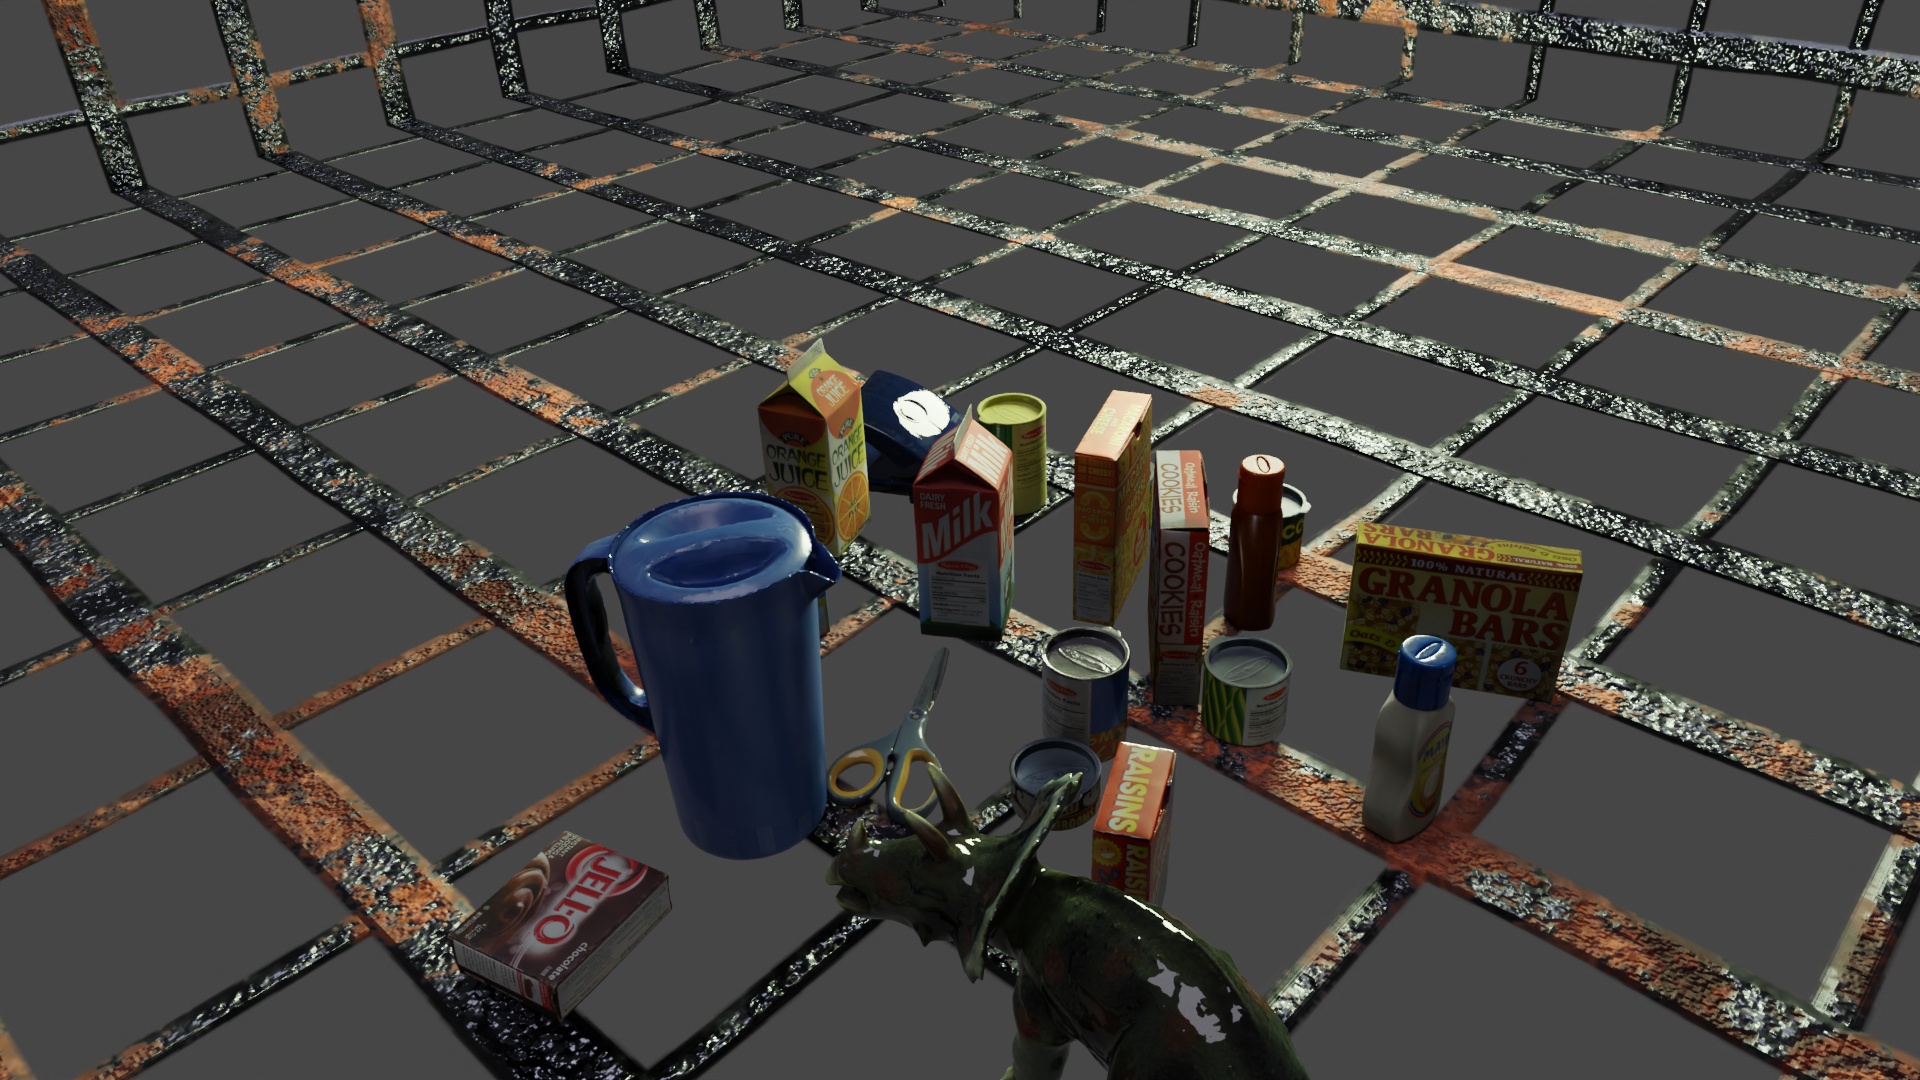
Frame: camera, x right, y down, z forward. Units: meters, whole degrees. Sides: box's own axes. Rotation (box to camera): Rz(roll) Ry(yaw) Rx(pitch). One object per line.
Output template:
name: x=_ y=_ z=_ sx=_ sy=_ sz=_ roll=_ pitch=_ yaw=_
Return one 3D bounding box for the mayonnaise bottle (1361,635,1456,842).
mayonnaise bottle: x=0.310 y=0.135 z=0.951 sx=0.065 sy=0.147 sz=0.041 roll=-26 pitch=39 yaw=-33

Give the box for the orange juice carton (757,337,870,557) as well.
orange juice carton: x=-0.136 y=-0.086 z=1.290 sx=0.073 sy=0.191 sz=0.072 roll=11 pitch=34 yaw=20

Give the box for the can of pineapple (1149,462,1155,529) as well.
can of pineapple: x=0.153 y=-0.040 z=1.324 sx=0.071 sy=0.057 sz=0.071 roll=-2 pitch=32 yaw=1

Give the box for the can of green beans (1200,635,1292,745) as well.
can of green beans: x=0.220 y=0.116 z=1.071 sx=0.071 sy=0.057 sz=0.071 roll=-2 pitch=32 yaw=1

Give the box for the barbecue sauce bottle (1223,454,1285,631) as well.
barbecue sauce bottle: x=0.248 y=0.001 z=1.169 sx=0.044 sy=0.147 sz=0.065 roll=-1 pitch=32 yaw=2

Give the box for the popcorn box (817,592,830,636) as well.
popcorn box: x=-0.168 y=0.026 z=1.212 sx=0.038 sy=0.084 sz=0.127 roll=-25 pitch=39 yaw=-32

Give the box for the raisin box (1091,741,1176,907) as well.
raisin box: x=0.109 y=0.202 z=0.879 sx=0.040 sy=0.122 sz=0.086 roll=8 pitch=33 yaw=16

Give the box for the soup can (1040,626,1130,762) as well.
soup can: x=0.096 y=0.117 z=1.053 sx=0.071 sy=0.083 sz=0.072 roll=-2 pitch=32 yaw=1

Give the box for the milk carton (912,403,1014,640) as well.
milk carton: x=0.004 y=-0.015 z=1.168 sx=0.073 sy=0.189 sz=0.073 roll=4 pitch=32 yaw=10

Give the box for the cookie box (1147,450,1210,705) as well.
cookie box: x=0.174 y=0.029 z=1.111 sx=0.040 sy=0.166 sz=0.123 roll=1 pitch=32 yaw=5

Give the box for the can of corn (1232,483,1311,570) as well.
can of corn: x=0.283 y=-0.012 z=1.272 sx=0.071 sy=0.058 sz=0.071 roll=-2 pitch=32 yaw=1

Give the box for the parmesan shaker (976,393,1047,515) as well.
parmesan shaker: x=0.049 y=-0.083 z=1.356 sx=0.071 sy=0.102 sz=0.071 roll=-2 pitch=32 yaw=1

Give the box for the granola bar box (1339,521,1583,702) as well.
granola bar box: x=0.390 y=0.056 z=1.094 sx=0.165 sy=0.123 sz=0.039 roll=8 pitch=33 yaw=16

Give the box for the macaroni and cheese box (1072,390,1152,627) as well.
macaroni and cheese box: x=0.133 y=-0.029 z=1.206 sx=0.040 sy=0.165 sz=0.124 roll=9 pitch=34 yaw=18

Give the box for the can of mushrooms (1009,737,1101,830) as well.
can of mushrooms: x=0.069 y=0.178 z=1.005 sx=0.071 sy=0.033 sz=0.071 roll=-2 pitch=32 yaw=1
